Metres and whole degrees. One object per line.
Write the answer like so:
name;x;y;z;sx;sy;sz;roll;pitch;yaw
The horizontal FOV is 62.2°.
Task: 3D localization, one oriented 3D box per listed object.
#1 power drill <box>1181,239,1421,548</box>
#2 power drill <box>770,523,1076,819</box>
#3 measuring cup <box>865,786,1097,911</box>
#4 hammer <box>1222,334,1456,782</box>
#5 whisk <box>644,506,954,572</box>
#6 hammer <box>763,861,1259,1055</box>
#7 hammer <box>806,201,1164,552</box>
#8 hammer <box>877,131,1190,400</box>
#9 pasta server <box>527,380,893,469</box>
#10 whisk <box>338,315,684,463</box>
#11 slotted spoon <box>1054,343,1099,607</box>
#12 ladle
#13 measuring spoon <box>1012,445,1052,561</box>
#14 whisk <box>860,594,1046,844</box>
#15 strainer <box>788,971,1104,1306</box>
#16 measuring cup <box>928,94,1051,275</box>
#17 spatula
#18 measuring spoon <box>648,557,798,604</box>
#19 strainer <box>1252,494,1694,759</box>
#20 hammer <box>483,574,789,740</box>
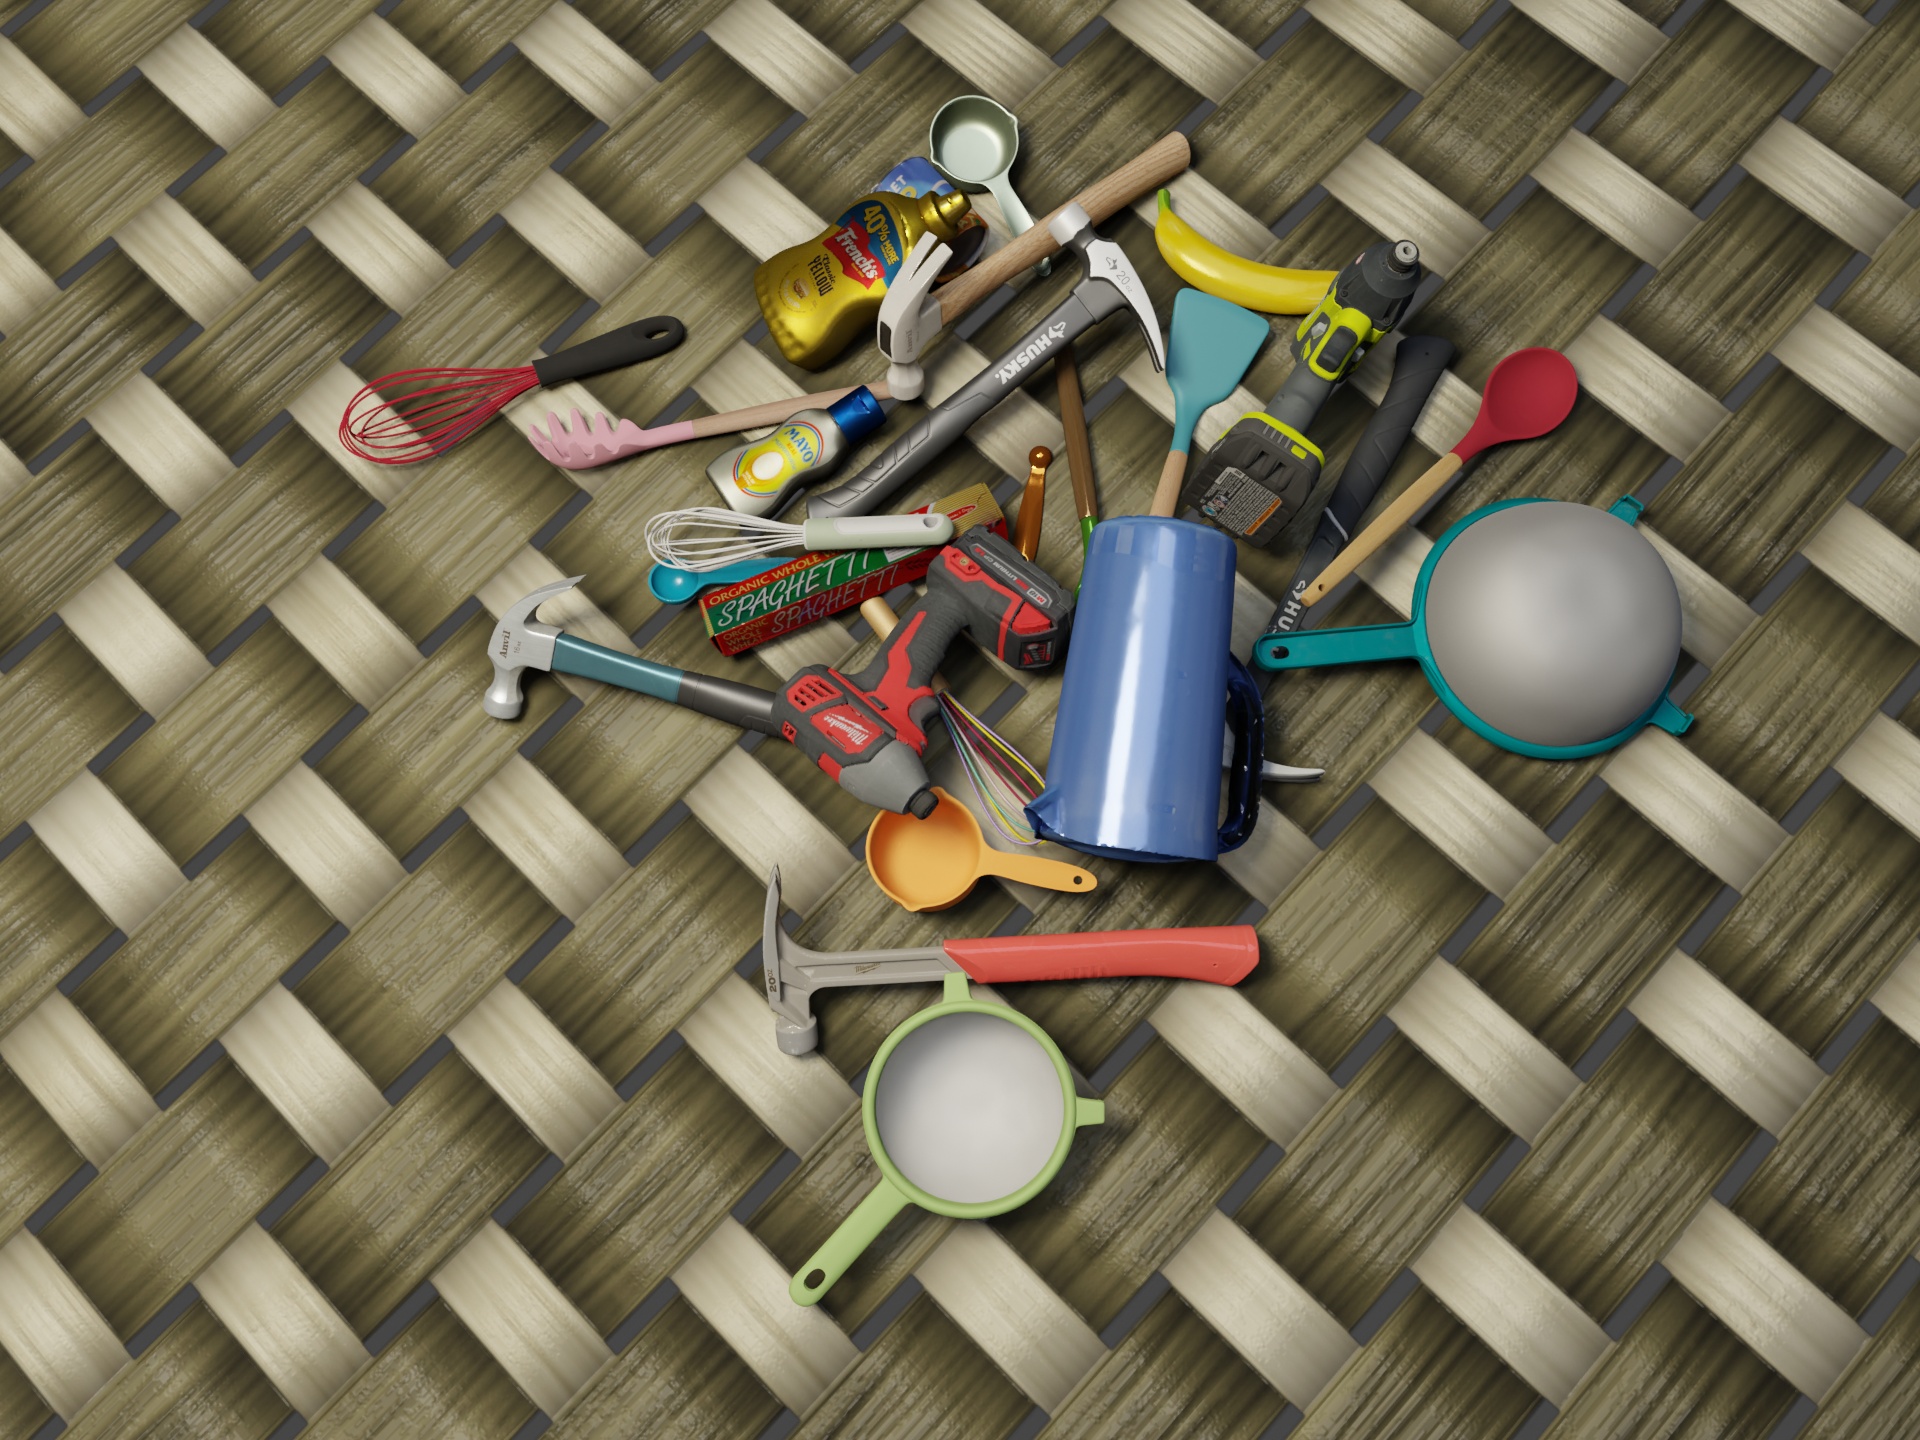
power drill;0.267;-0.255;1.210;0.080;0.171;0.223;33;75;0
power drill;-0.019;-0.031;1.185;0.143;0.078;0.220;40;69;17
measuring cup;0.016;0.109;1.197;0.173;0.052;0.095;11;76;4
hammer;0.293;-0.136;1.258;0.149;0.036;0.409;28;78;9
whisk;-0.127;-0.146;1.243;0.246;0.059;0.058;-2;53;7
hammer;0.037;0.166;1.161;0.359;0.037;0.149;-3;113;-3
hammer;0.011;-0.249;1.273;0.335;0.035;0.146;-40;96;3
hammer;0.065;-0.394;1.302;0.331;0.130;0.031;-38;65;-19
pasta server;-0.195;-0.252;1.312;0.316;0.040;0.060;-12;38;-2
whisk;-0.371;-0.282;1.321;0.296;0.073;0.073;-21;75;-9
slotted spoon;0.102;-0.185;1.285;0.070;0.031;0.314;-6;73;-5
ladle;0.373;-0.189;1.248;0.315;0.031;0.069;-41;87;-17
measuring spoon;0.057;-0.171;1.290;0.021;0.011;0.117;9;76;5
whisk;-0.001;-0.005;1.234;0.051;0.047;0.245;-30;71;-21
strainer;-0.029;0.313;1.139;0.151;0.069;0.256;42;89;4
measuring cup;0.031;-0.450;1.361;0.083;0.038;0.167;-29;92;-7
spatula;0.169;-0.195;1.263;0.082;0.044;0.318;20;69;-7
measuring spoon;-0.187;-0.114;1.288;0.128;0.021;0.042;-7;62;-8
strainer;0.392;-0.076;1.184;0.340;0.095;0.211;-6;77;-7
hammer;-0.204;-0.021;1.234;0.331;0.033;0.128;16;113;1
